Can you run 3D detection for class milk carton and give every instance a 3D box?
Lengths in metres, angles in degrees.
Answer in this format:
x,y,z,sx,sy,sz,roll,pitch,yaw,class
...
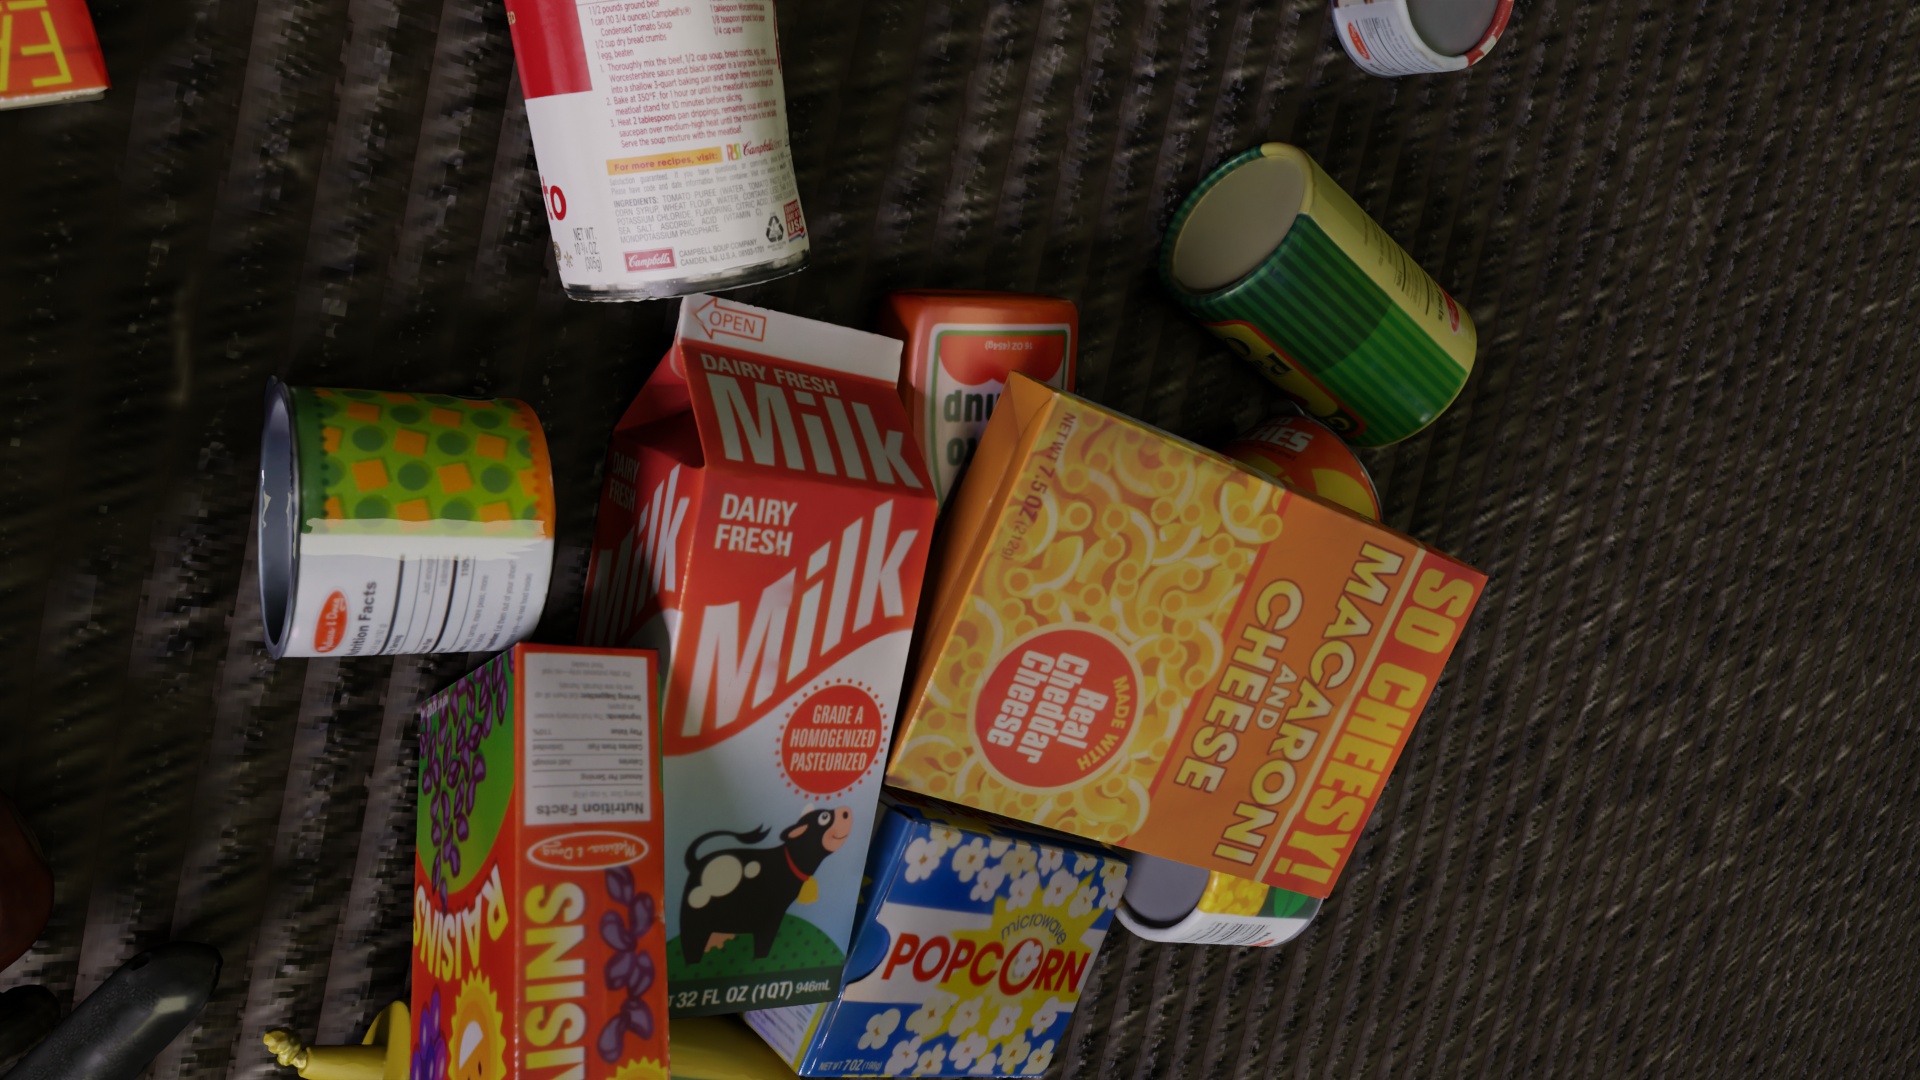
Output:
x,y,z,sx,sy,sz,roll,pitch,yaw,class
-0.064,0.030,0.397,0.072,0.073,0.190,8,97,-35,milk carton

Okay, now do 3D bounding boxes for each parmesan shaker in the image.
x,y,z,sx,sy,sz,roll,pitch,yaw,class
0.126,-0.087,0.497,0.103,0.071,0.071,31,85,-33,parmesan shaker

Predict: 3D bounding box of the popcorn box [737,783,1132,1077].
x,y,z,sx,sy,sz,roll,pitch,yaw,class
-0.003,0.133,0.469,0.126,0.038,0.085,24,90,-47,popcorn box

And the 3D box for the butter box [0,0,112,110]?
x,y,z,sx,sy,sz,roll,pitch,yaw,class
-0.237,-0.109,0.281,0.104,0.024,0.053,-20,112,-27,butter box

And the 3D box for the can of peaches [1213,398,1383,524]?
x,y,z,sx,sy,sz,roll,pitch,yaw,class
0.107,-0.007,0.502,0.058,0.071,0.071,-30,117,-22,can of peaches

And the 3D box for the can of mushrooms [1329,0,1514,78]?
x,y,z,sx,sy,sz,roll,pitch,yaw,class
0.172,-0.208,0.513,0.071,0.033,0.071,-8,106,-30,can of mushrooms

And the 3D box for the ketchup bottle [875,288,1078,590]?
x,y,z,sx,sy,sz,roll,pitch,yaw,class
0.002,-0.006,0.448,0.065,0.043,0.148,-4,104,-29,ketchup bottle

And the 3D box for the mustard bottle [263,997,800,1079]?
x,y,z,sx,sy,sz,roll,pitch,yaw,class
-0.123,0.164,0.407,0.160,0.049,0.065,26,86,-35,mustard bottle

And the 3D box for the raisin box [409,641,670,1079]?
x,y,z,sx,sy,sz,roll,pitch,yaw,class
-0.108,0.094,0.349,0.040,0.086,0.123,6,71,-36,raisin box

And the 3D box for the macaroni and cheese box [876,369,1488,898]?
x,y,z,sx,sy,sz,roll,pitch,yaw,class
0.068,0.034,0.435,0.166,0.040,0.123,20,100,-24,macaroni and cheese box

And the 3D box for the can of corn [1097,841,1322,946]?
x,y,z,sx,sy,sz,roll,pitch,yaw,class
0.094,0.116,0.525,0.058,0.071,0.071,13,95,-34,can of corn

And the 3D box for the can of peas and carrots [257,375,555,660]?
x,y,z,sx,sy,sz,roll,pitch,yaw,class
-0.139,-0.007,0.346,0.059,0.071,0.070,1,102,-33,can of peas and carrots
